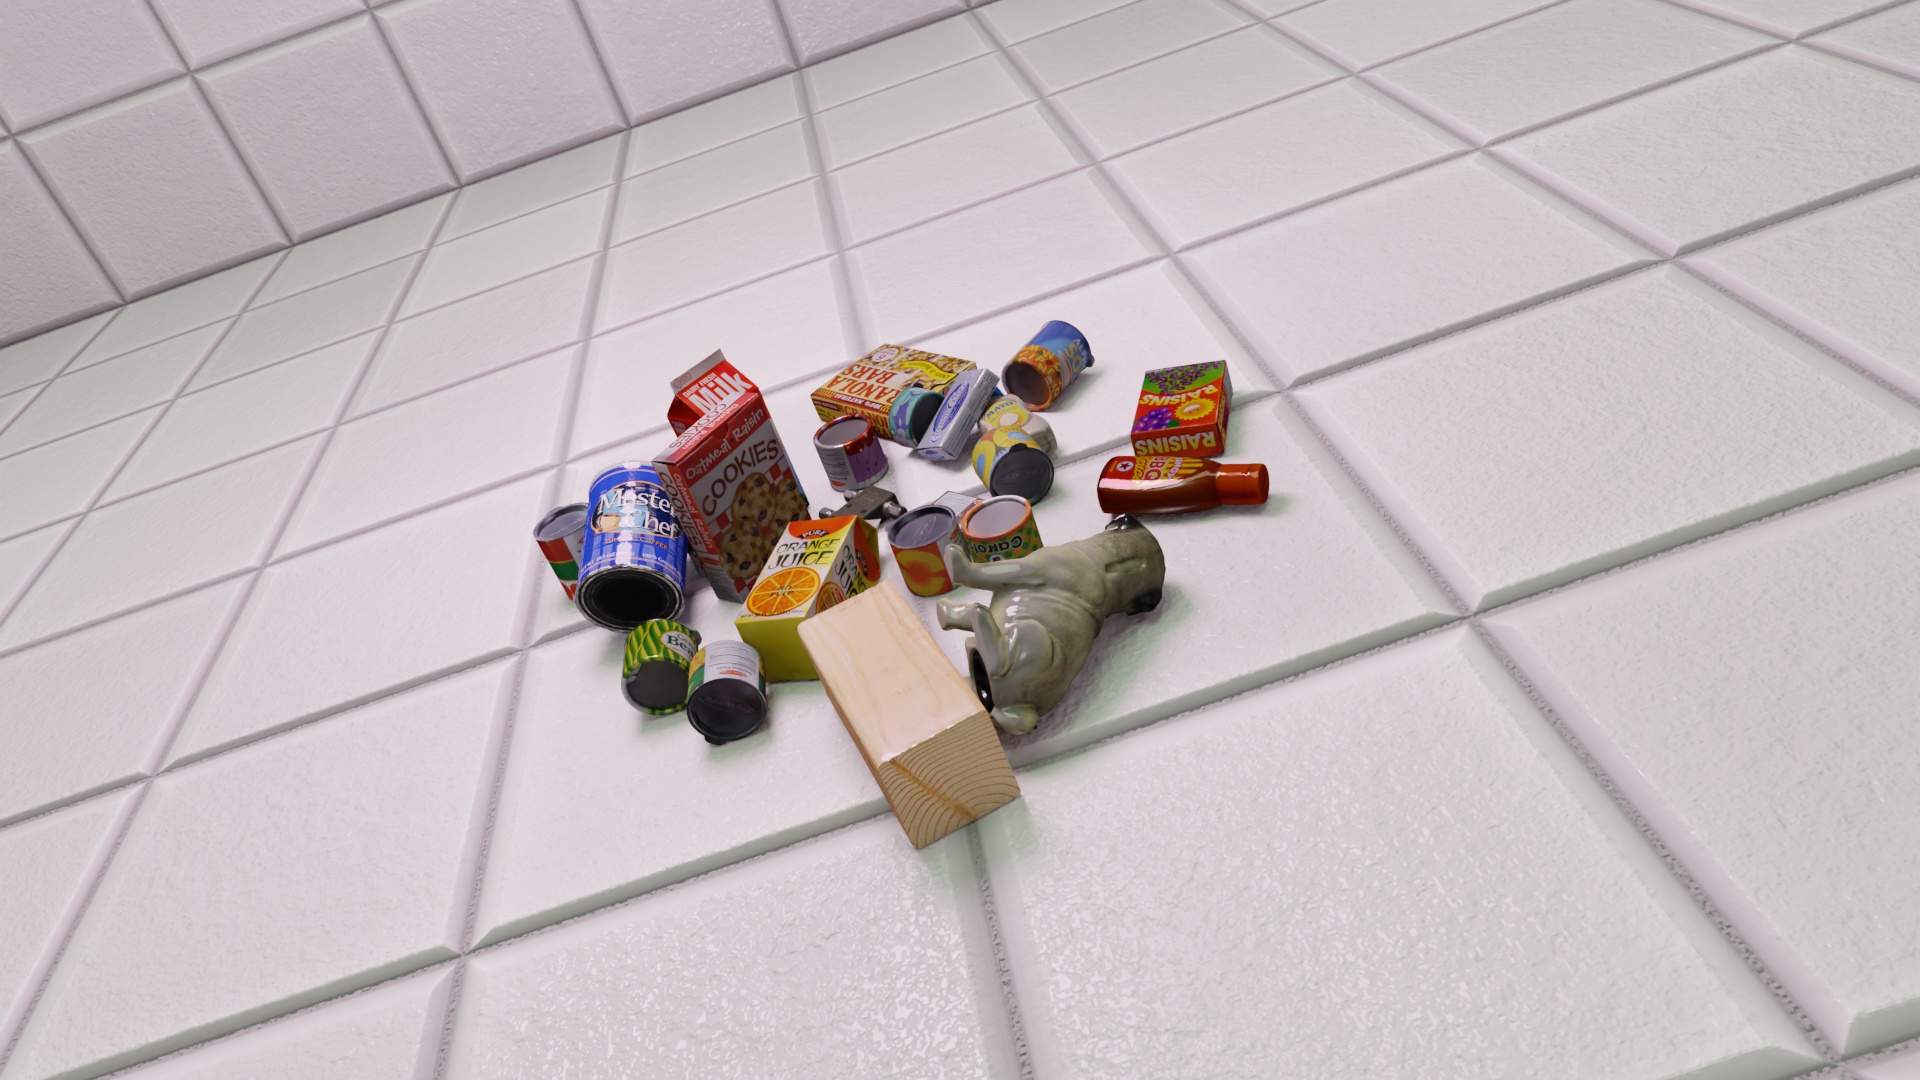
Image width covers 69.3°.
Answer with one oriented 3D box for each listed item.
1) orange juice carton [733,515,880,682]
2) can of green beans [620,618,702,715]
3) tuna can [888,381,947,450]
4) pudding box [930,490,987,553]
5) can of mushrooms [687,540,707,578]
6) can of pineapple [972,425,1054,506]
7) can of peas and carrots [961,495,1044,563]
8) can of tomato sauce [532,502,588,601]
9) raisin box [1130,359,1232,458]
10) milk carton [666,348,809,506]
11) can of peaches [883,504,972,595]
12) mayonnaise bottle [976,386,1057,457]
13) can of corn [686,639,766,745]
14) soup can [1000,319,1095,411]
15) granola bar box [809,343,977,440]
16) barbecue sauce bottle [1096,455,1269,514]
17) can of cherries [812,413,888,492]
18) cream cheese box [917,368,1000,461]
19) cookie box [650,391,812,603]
[{"bbox_3d":[-0.130,0.039,1.269,0.072,0.072,0.194,-6,34,21],"label":"orange juice carton"},{"bbox_3d":[-0.267,0.113,1.236,0.071,0.071,0.058,-19,32,2],"label":"can of green beans"},{"bbox_3d":[-0.042,-0.132,1.480,0.033,0.070,0.071,16,46,41],"label":"tuna can"},{"bbox_3d":[0.005,-0.017,1.319,0.084,0.030,0.050,15,44,42],"label":"pudding box"},{"bbox_3d":[-0.241,0.006,1.413,0.071,0.033,0.071,-14,32,9],"label":"can of mushrooms"},{"bbox_3d":[0.050,-0.073,1.344,0.071,0.070,0.058,-24,32,-6],"label":"can of pineapple"},{"bbox_3d":[0.039,0.002,1.246,0.071,0.058,0.071,-14,32,9],"label":"can of peas and carrots"},{"bbox_3d":[-0.395,0.013,1.439,0.071,0.082,0.071,-14,32,9],"label":"can of tomato sauce"},{"bbox_3d":[0.218,-0.126,1.362,0.086,0.040,0.124,-6,33,20],"label":"raisin box"},{"bbox_3d":[-0.233,-0.098,1.418,0.073,0.189,0.073,13,44,41],"label":"milk carton"},{"bbox_3d":[-0.029,0.009,1.273,0.071,0.057,0.071,-14,33,10],"label":"can of peaches"},{"bbox_3d":[0.048,-0.121,1.442,0.065,0.041,0.148,-30,33,-2],"label":"mayonnaise bottle"},{"bbox_3d":[-0.199,0.129,1.180,0.071,0.071,0.058,-18,31,3],"label":"can of corn"},{"bbox_3d":[0.094,-0.187,1.496,0.071,0.071,0.084,8,42,37],"label":"soup can"},{"bbox_3d":[-0.074,-0.170,1.583,0.125,0.039,0.165,-39,37,-28],"label":"granola bar box"},{"bbox_3d":[0.201,-0.050,1.253,0.148,0.043,0.065,1,37,29],"label":"barbecue sauce bottle"},{"bbox_3d":[-0.115,-0.095,1.475,0.071,0.058,0.072,-14,33,9],"label":"can of cherries"},{"bbox_3d":[-0.002,-0.132,1.453,0.053,0.024,0.104,1,59,60],"label":"cream cheese box"},{"bbox_3d":[-0.216,-0.043,1.347,0.040,0.166,0.123,8,41,36],"label":"cookie box"}]
